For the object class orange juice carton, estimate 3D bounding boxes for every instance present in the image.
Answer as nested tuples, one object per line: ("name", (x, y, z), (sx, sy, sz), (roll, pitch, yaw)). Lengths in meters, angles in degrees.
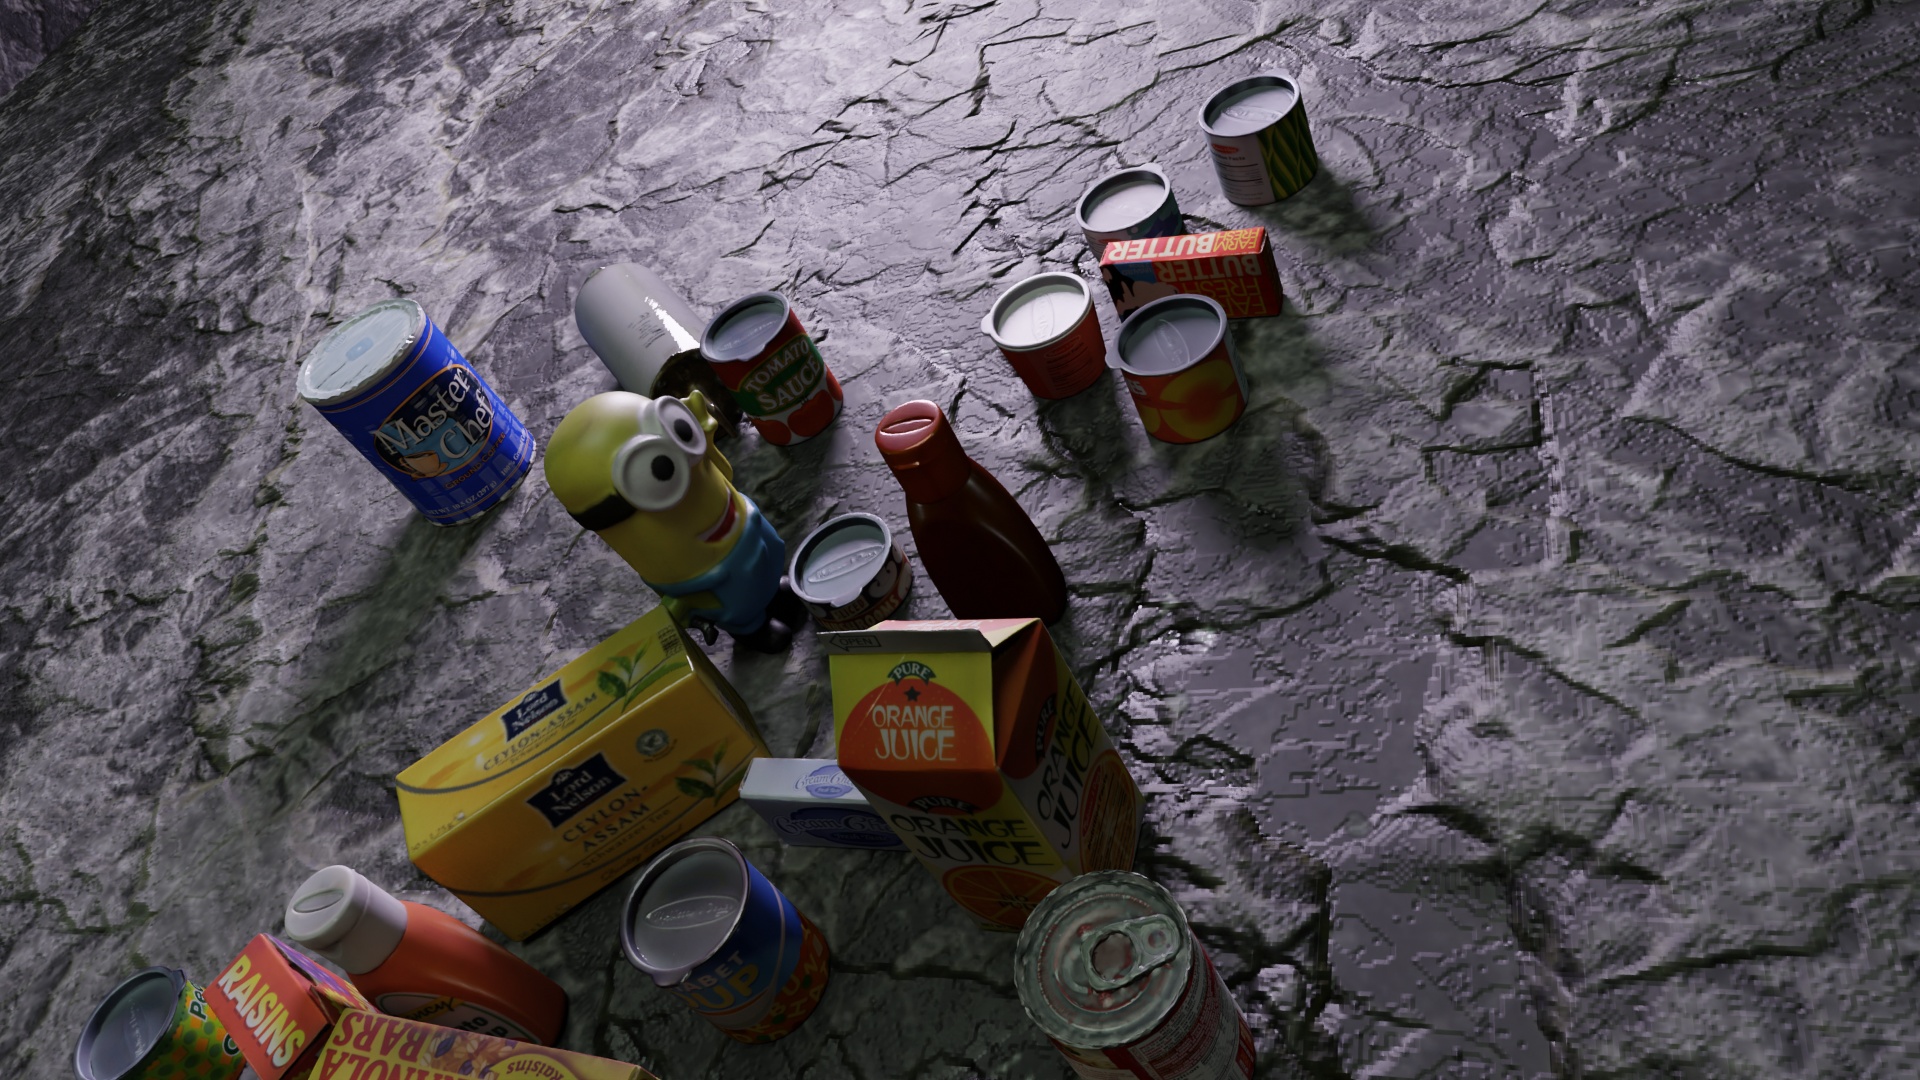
("orange juice carton", (0.012, 0.093, 0.586), (0.072, 0.192, 0.073), (-3, 50, 27))

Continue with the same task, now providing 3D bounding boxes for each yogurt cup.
("yogurt cup", (0.057, -0.125, 0.863), (0.072, 0.053, 0.073), (-15, 45, 16))

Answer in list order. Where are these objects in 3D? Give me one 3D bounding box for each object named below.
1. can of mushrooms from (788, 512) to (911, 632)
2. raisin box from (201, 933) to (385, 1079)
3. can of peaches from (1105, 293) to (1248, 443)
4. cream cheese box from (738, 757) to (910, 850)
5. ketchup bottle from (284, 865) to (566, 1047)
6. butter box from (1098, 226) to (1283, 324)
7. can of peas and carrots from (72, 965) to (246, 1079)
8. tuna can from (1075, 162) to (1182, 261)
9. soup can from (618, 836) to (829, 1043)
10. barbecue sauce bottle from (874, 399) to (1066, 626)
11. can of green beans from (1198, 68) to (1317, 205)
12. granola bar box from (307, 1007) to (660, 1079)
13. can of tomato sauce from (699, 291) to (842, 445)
("can of mushrooms", (-0.064, 0.021, 0.810), (0.071, 0.033, 0.071), (-15, 45, 16))
("raisin box", (-0.288, 0.246, 0.661), (0.086, 0.123, 0.040), (23, 65, 41))
("can of peaches", (0.125, -0.097, 0.797), (0.071, 0.058, 0.071), (-15, 45, 16))
("cream cheese box", (-0.053, 0.131, 0.688), (0.104, 0.053, 0.024), (-3, 50, 27))
("ketchup bottle", (-0.255, 0.204, 0.663), (0.064, 0.148, 0.044), (-17, 45, 15))
("butter box", (0.142, -0.160, 0.850), (0.103, 0.053, 0.024), (0, 51, 29))
("can of peas and carrots", (-0.434, 0.275, 0.763), (0.071, 0.058, 0.071), (-15, 45, 16))
("tuna can", (0.115, -0.219, 0.933), (0.071, 0.032, 0.071), (-15, 45, 16))
("soup can", (-0.108, 0.189, 0.643), (0.071, 0.083, 0.072), (-16, 45, 16))
("barbecue sauce bottle", (0.003, -0.009, 0.717), (0.065, 0.148, 0.044), (-8, 48, 23))
("can of green beans", (0.196, -0.262, 0.910), (0.071, 0.057, 0.071), (-15, 45, 16))
("granola bar box", (-0.175, 0.252, 0.593), (0.165, 0.123, 0.039), (-2, 51, 28))
("can of tomato sauce", (-0.125, -0.113, 0.932), (0.071, 0.082, 0.071), (-16, 45, 16))
